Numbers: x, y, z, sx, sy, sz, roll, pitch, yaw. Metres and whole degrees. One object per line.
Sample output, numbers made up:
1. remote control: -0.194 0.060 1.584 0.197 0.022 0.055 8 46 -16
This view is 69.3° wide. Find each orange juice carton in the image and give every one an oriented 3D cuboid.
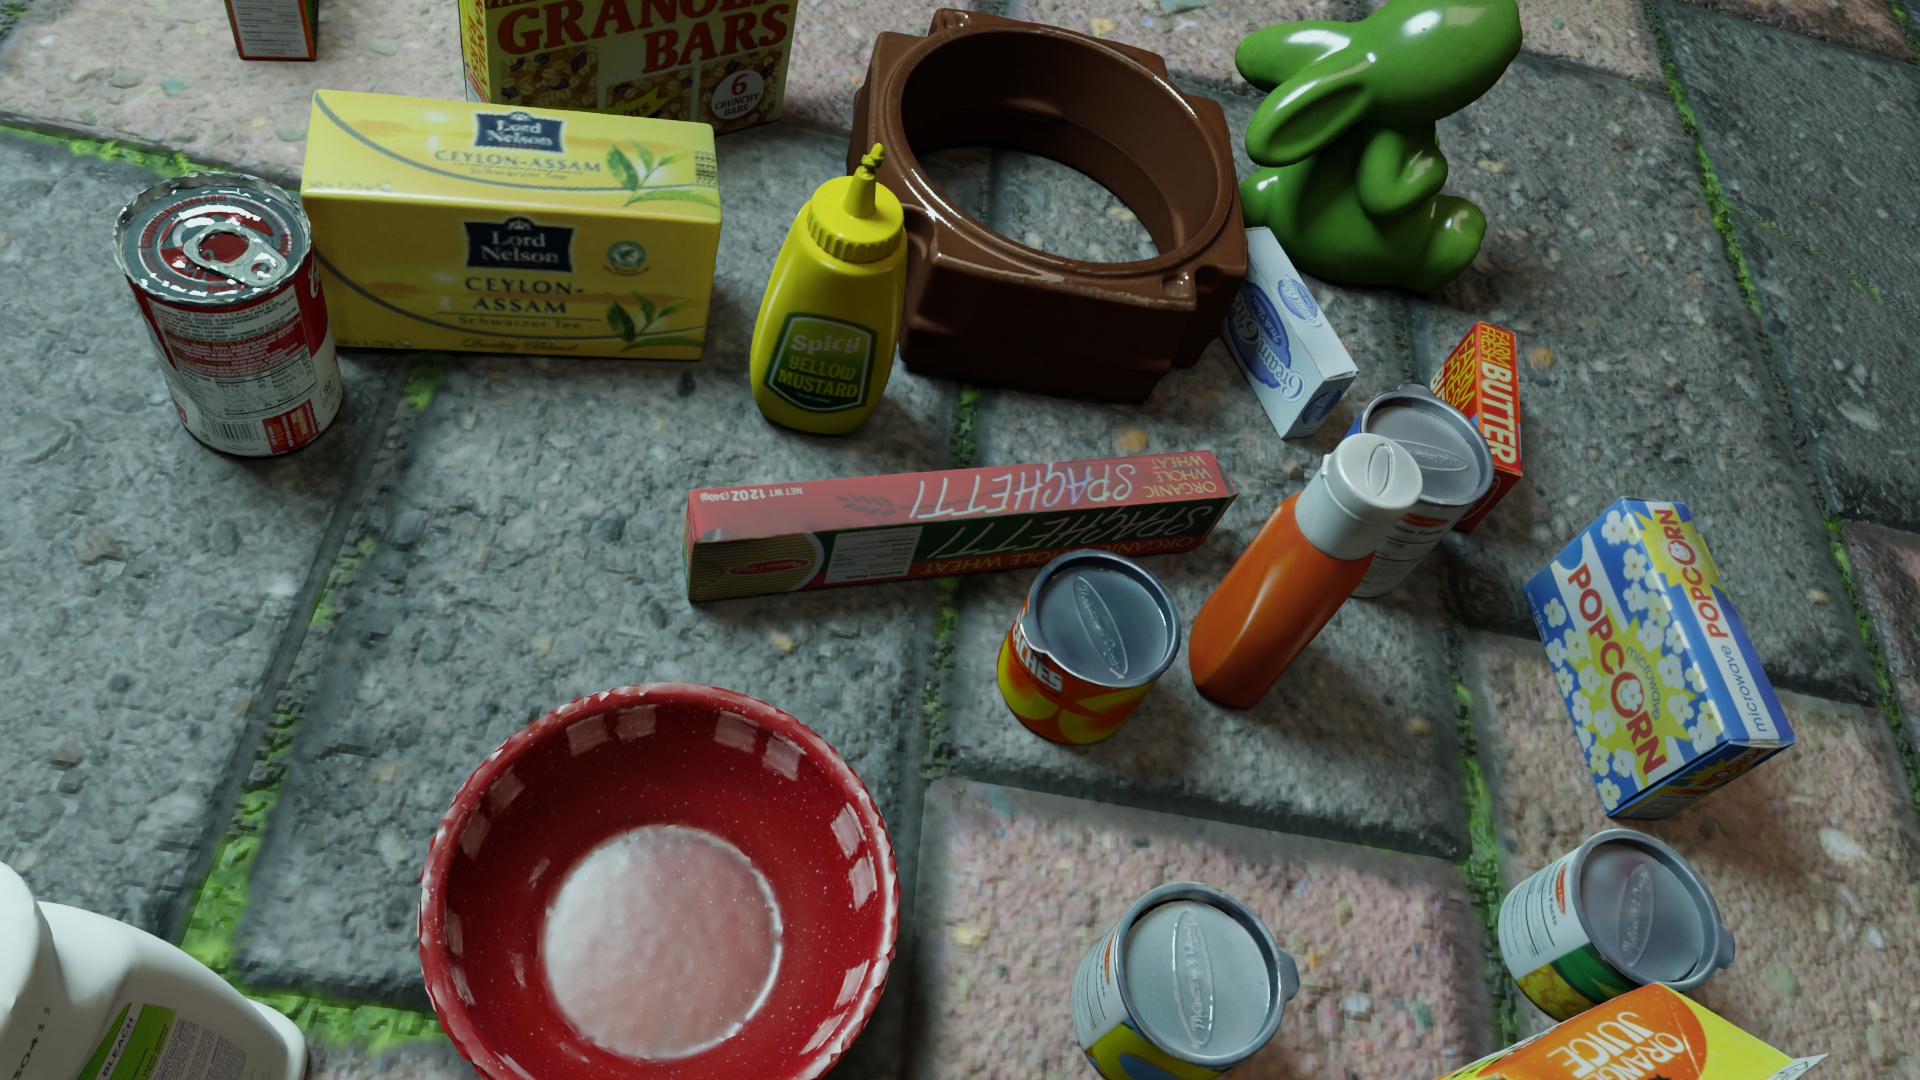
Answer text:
1. orange juice carton: 0.188 0.202 0.446 0.072 0.191 0.073 -15 63 -24

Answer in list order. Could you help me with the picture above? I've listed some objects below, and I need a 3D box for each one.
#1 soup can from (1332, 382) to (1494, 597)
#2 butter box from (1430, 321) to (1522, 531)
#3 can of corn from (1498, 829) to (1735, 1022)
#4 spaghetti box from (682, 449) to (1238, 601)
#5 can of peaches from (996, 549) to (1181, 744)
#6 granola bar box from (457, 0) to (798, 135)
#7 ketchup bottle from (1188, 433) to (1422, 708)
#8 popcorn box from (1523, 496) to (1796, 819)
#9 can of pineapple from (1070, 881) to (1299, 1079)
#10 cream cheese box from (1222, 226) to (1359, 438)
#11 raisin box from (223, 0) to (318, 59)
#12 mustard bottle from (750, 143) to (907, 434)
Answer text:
1. soup can: 0.205 -0.023 0.668 0.071 0.083 0.072 7 56 -11
2. butter box: 0.270 -0.061 0.731 0.024 0.052 0.104 17 54 -4
3. can of corn: 0.270 0.163 0.577 0.071 0.058 0.071 7 56 -11
4. spaghetti box: 0.002 -0.008 0.623 0.251 0.050 0.029 -6 59 -19
5. can of peaches: 0.051 0.047 0.595 0.071 0.057 0.071 7 56 -11
6. granola bar box: -0.164 -0.252 0.697 0.166 0.123 0.039 -24 66 -28
7. ketchup bottle: 0.143 0.012 0.588 0.043 0.148 0.065 22 54 0
8. popcorn box: 0.320 0.055 0.647 0.038 0.084 0.127 2 57 -14
9. can of pineapple: 0.082 0.170 0.521 0.071 0.057 0.071 7 56 -11
10. cream cheese box: 0.167 -0.110 0.735 0.024 0.053 0.104 -11 61 -22
11. raisin box: -0.349 -0.316 0.689 0.040 0.122 0.086 -3 58 -17
12. mustard bottle: -0.054 -0.110 0.609 0.065 0.159 0.049 10 55 -9
